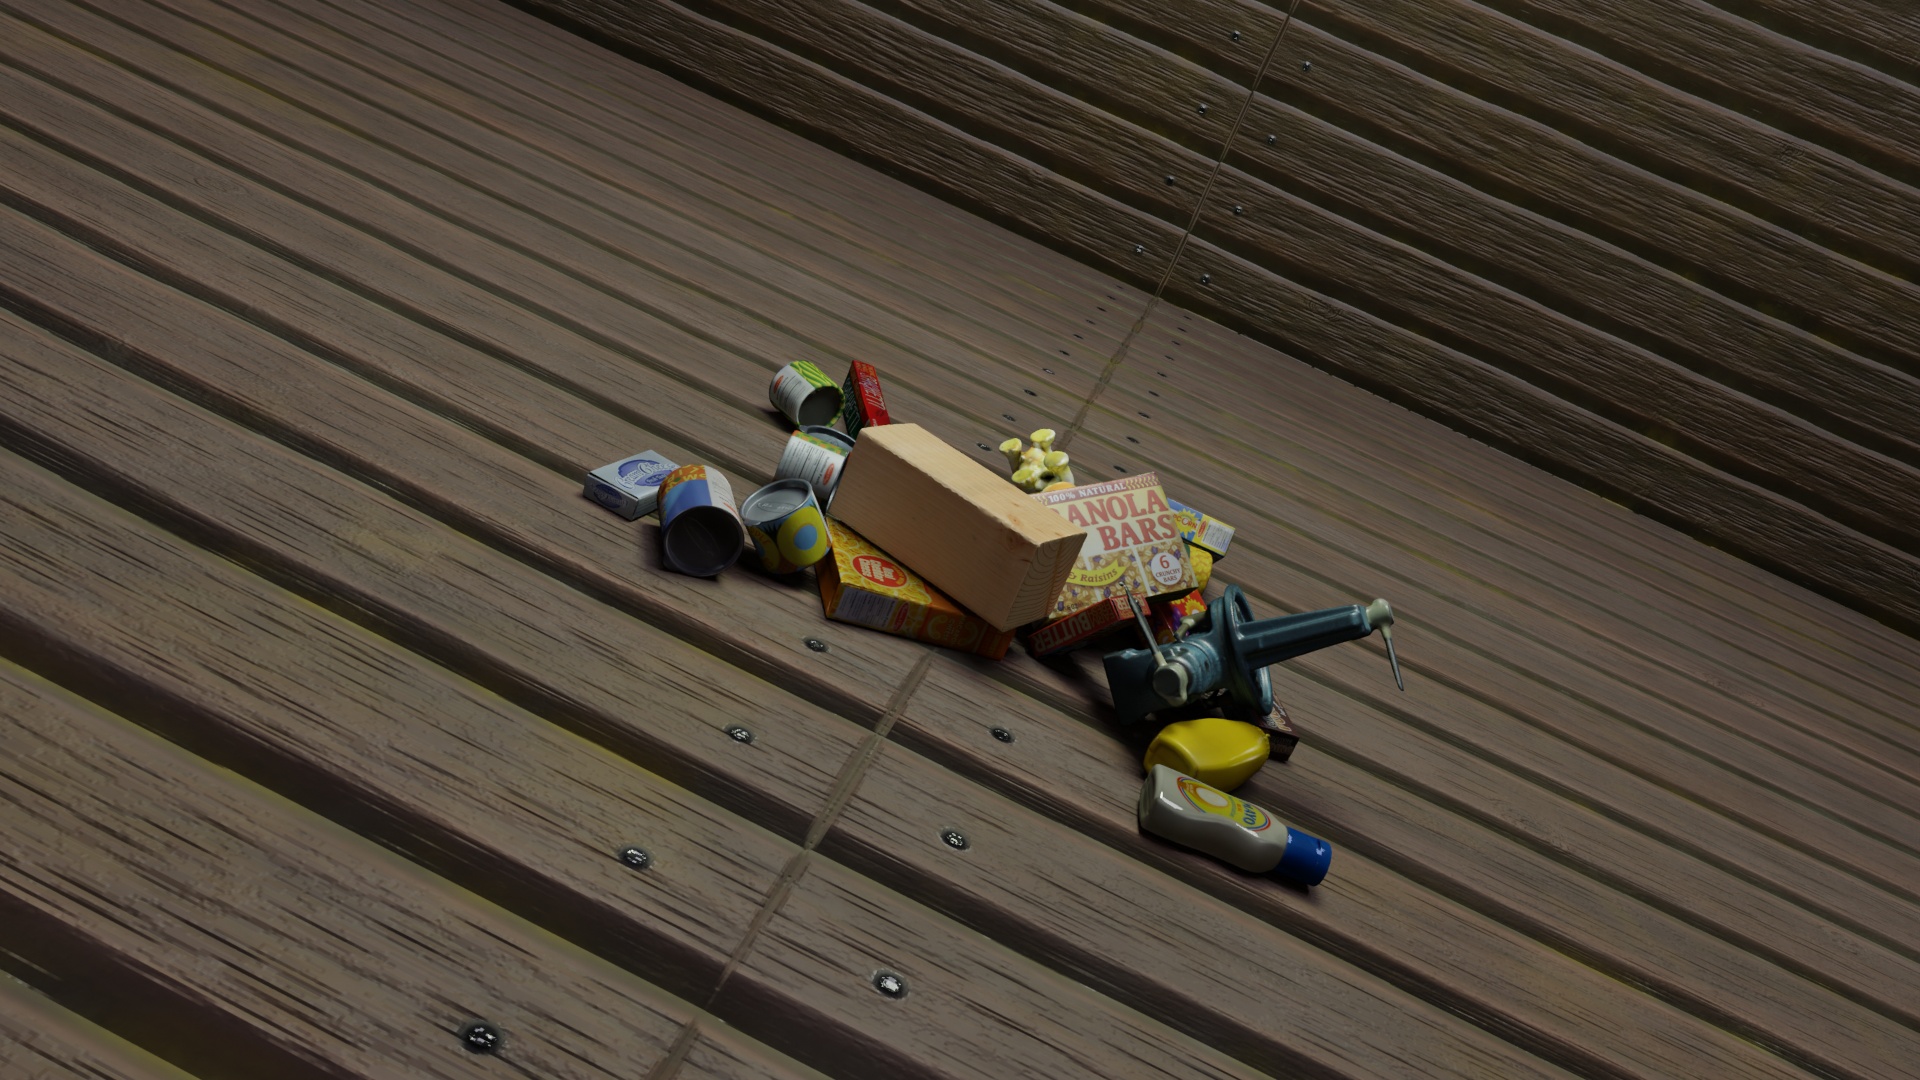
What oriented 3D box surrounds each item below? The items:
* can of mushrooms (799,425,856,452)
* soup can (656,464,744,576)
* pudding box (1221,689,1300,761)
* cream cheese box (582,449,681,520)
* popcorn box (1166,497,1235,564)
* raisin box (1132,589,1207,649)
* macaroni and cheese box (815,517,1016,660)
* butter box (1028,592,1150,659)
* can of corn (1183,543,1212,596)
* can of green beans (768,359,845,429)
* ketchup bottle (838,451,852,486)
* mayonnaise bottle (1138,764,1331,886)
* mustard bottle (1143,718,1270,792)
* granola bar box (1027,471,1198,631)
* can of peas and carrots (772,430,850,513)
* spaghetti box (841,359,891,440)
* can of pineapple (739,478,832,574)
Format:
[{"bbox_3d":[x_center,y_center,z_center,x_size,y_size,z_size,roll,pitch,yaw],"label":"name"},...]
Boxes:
[{"bbox_3d":[-0.142,-0.094,1.471,0.071,0.033,0.071,20,22,-9],"label":"can of mushrooms"},{"bbox_3d":[-0.223,-0.017,1.170,0.071,0.071,0.084,14,22,-23],"label":"soup can"},{"bbox_3d":[0.277,0.166,1.295,0.050,0.030,0.084,17,22,-13],"label":"pudding box"},{"bbox_3d":[-0.284,-0.051,1.238,0.053,0.024,0.104,27,22,11],"label":"cream cheese box"},{"bbox_3d":[0.255,-0.005,1.582,0.085,0.038,0.126,24,-10,1],"label":"popcorn box"},{"bbox_3d":[0.199,0.059,1.381,0.086,0.040,0.123,-6,65,-51],"label":"raisin box"},{"bbox_3d":[-0.043,0.042,1.245,0.166,0.040,0.124,15,23,-20],"label":"macaroni and cheese box"},{"bbox_3d":[0.116,0.077,1.250,0.053,0.103,0.024,-4,70,-49],"label":"butter box"},{"bbox_3d":[0.234,0.031,1.510,0.058,0.071,0.071,21,21,-8],"label":"can of corn"},{"bbox_3d":[-0.171,-0.159,1.550,0.071,0.071,0.058,1,31,-44],"label":"can of green beans"},{"bbox_3d":[-0.083,-0.039,1.388,0.065,0.043,0.149,13,24,-24],"label":"ketchup bottle"},{"bbox_3d":[0.213,0.224,1.078,0.148,0.041,0.065,22,22,-2],"label":"mayonnaise bottle"},{"bbox_3d":[0.221,0.182,1.177,0.160,0.048,0.065,0,33,-47],"label":"mustard bottle"},{"bbox_3d":[0.129,0.008,1.316,0.166,0.039,0.124,-11,71,-23],"label":"granola bar box"},{"bbox_3d":[-0.147,-0.067,1.364,0.059,0.070,0.071,22,21,-2],"label":"can of peas and carrots"},{"bbox_3d":[-0.109,-0.144,1.599,0.029,0.050,0.251,18,22,-18],"label":"spaghetti box"},{"bbox_3d":[-0.152,-0.011,1.203,0.071,0.057,0.071,-14,31,9],"label":"can of pineapple"}]
